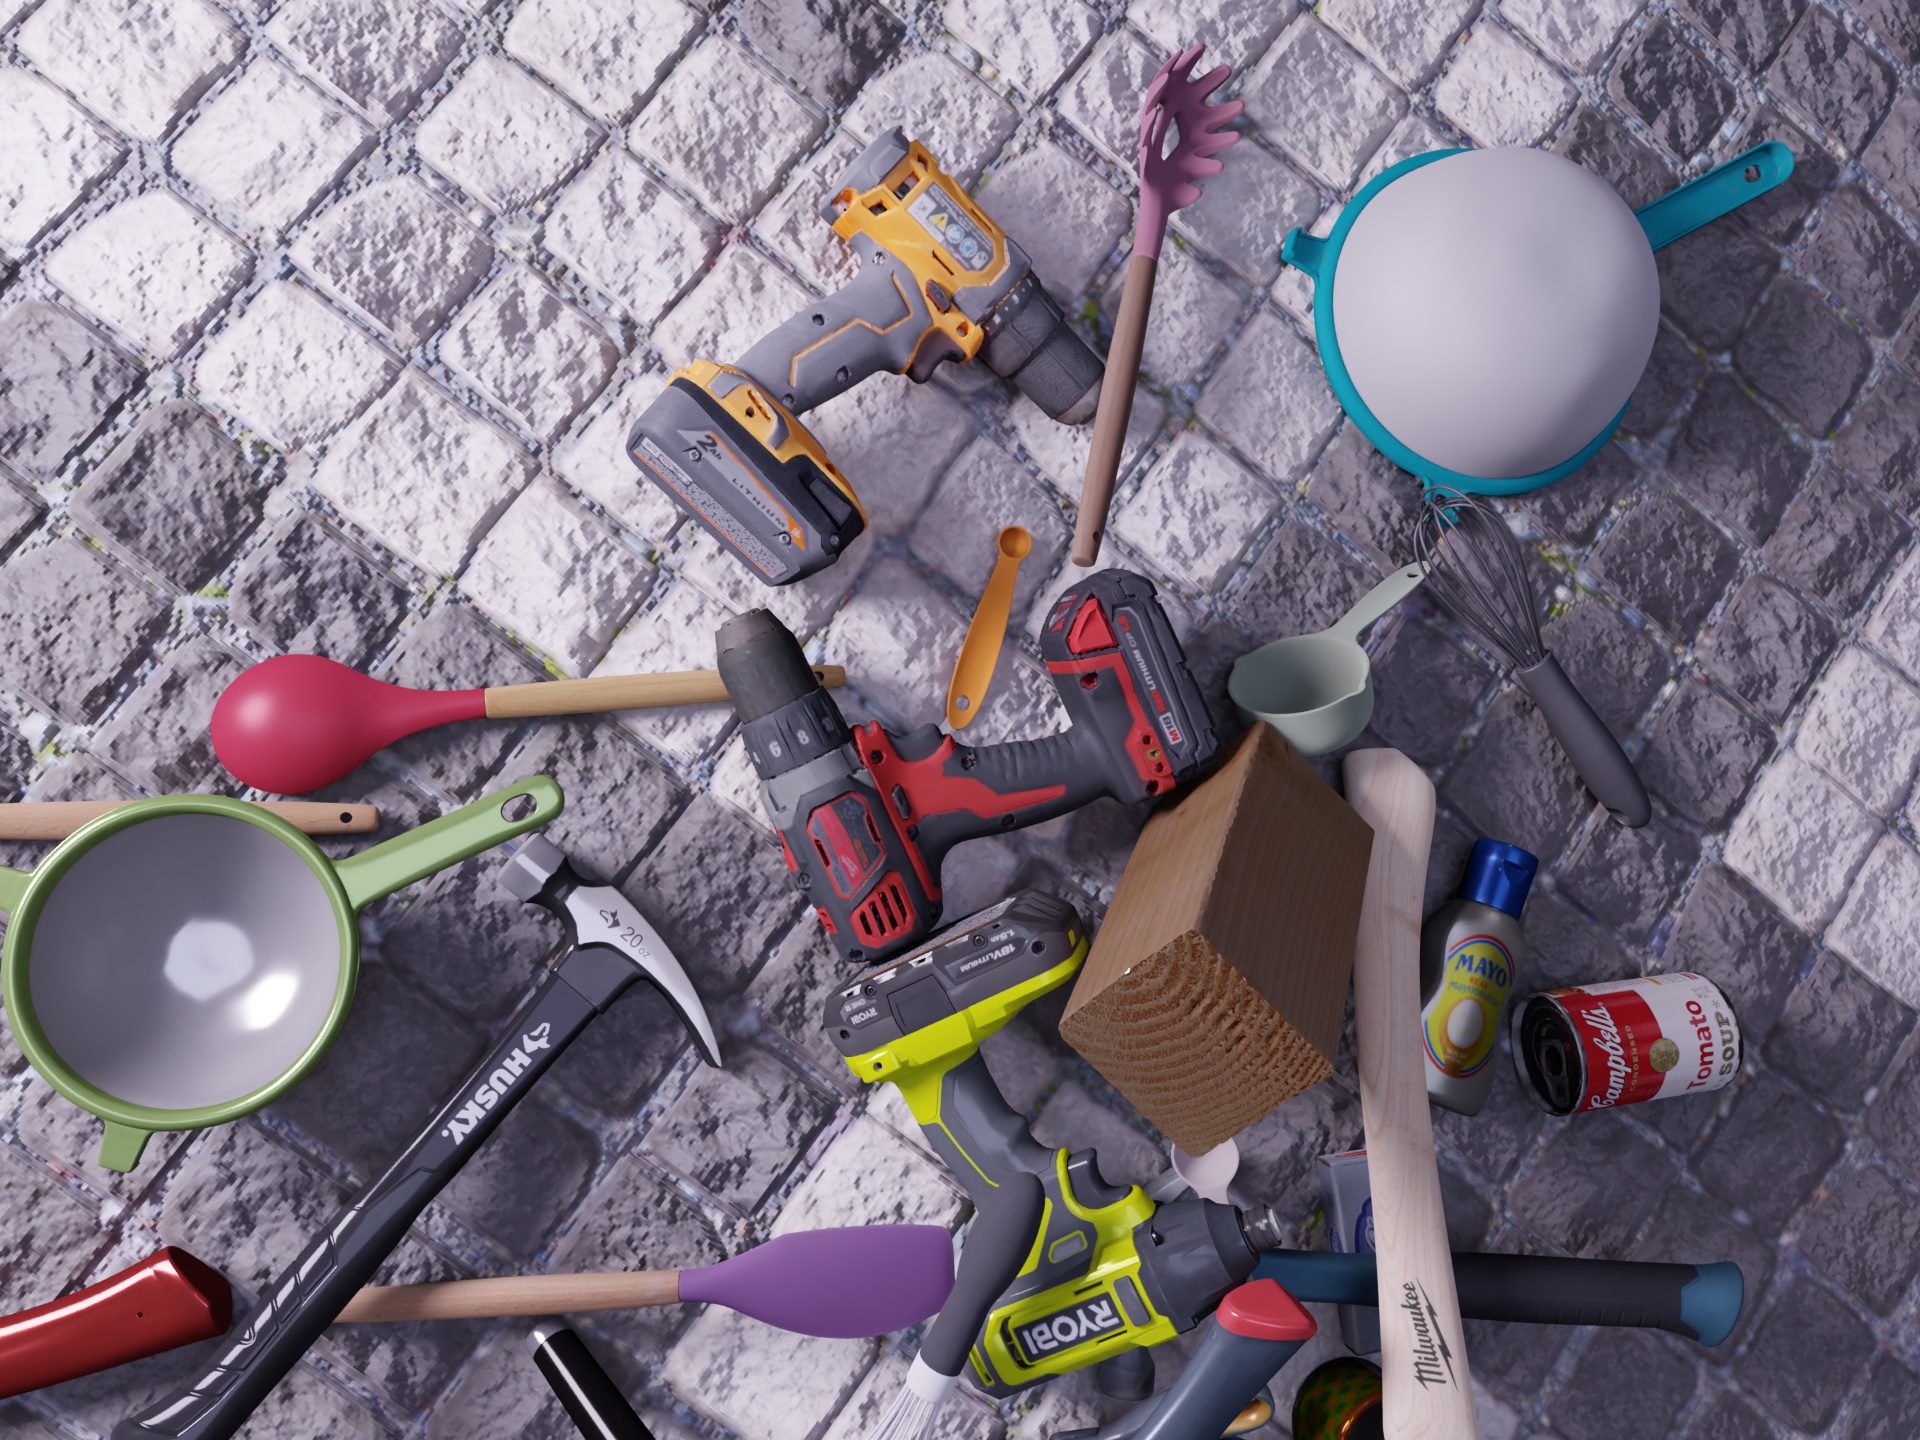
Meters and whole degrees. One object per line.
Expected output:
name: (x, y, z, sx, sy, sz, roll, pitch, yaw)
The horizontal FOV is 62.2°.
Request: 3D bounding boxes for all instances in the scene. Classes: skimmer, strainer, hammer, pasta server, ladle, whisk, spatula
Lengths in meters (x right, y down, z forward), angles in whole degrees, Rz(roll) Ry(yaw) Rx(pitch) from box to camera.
skimmer: (-0.067, 0.402, 0.716, 0.364, 0.090, 0.127, 38, 104, 30)
strainer: (0.371, -0.271, 0.916, 0.340, 0.095, 0.211, -29, 91, -11)
hammer: (0.041, 0.429, 0.755, 0.143, 0.038, 0.386, 42, 89, -25)
strainer: (-0.309, 0.089, 0.756, 0.256, 0.069, 0.151, -25, 89, -14)
pasta server: (0.100, -0.227, 0.859, 0.060, 0.040, 0.316, 26, 67, -33)
ladle: (-0.214, -0.009, 0.808, 0.315, 0.031, 0.069, -5, 86, -14)
whisk: (0.329, -0.033, 0.904, 0.055, 0.055, 0.239, -39, 101, -12)
hammer: (0.240, 0.296, 0.833, 0.331, 0.033, 0.128, 3, 85, 1)
whisk: (-0.026, 0.341, 0.760, 0.070, 0.070, 0.284, 25, 97, -8)
hammer: (-0.258, 0.223, 0.749, 0.146, 0.035, 0.335, 42, 70, -5)
hammer: (-0.516, 0.317, 0.708, 0.359, 0.037, 0.149, -12, 87, -12)
spatula: (-0.441, 0.049, 0.745, 0.317, 0.044, 0.082, 0, 85, -13)
hammer: (0.216, 0.211, 0.816, 0.146, 0.038, 0.411, 2, 69, -2)
spatula: (-0.160, 0.277, 0.767, 0.316, 0.018, 0.059, -2, 101, -1)

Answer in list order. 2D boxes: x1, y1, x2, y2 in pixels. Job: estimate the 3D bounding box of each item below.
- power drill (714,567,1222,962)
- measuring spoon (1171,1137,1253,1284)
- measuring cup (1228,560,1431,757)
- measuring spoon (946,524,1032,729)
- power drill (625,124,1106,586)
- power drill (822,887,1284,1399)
power drill: (-0.001, -0.003, 0.820, 0.226, 0.080, 0.188, -26, 96, -9)
measuring spoon: (0.135, 0.264, 0.815, 0.034, 0.018, 0.124, -12, 93, 14)
measuring cup: (0.217, -0.035, 0.887, 0.167, 0.083, 0.038, -38, 126, -30)
measuring spoon: (0.014, -0.051, 0.867, 0.021, 0.011, 0.117, 19, 85, -13)
power drill: (-0.039, -0.172, 0.833, 0.185, 0.084, 0.226, 43, 73, -13)
power drill: (0.043, 0.206, 0.791, 0.171, 0.080, 0.223, -26, 90, 13)
